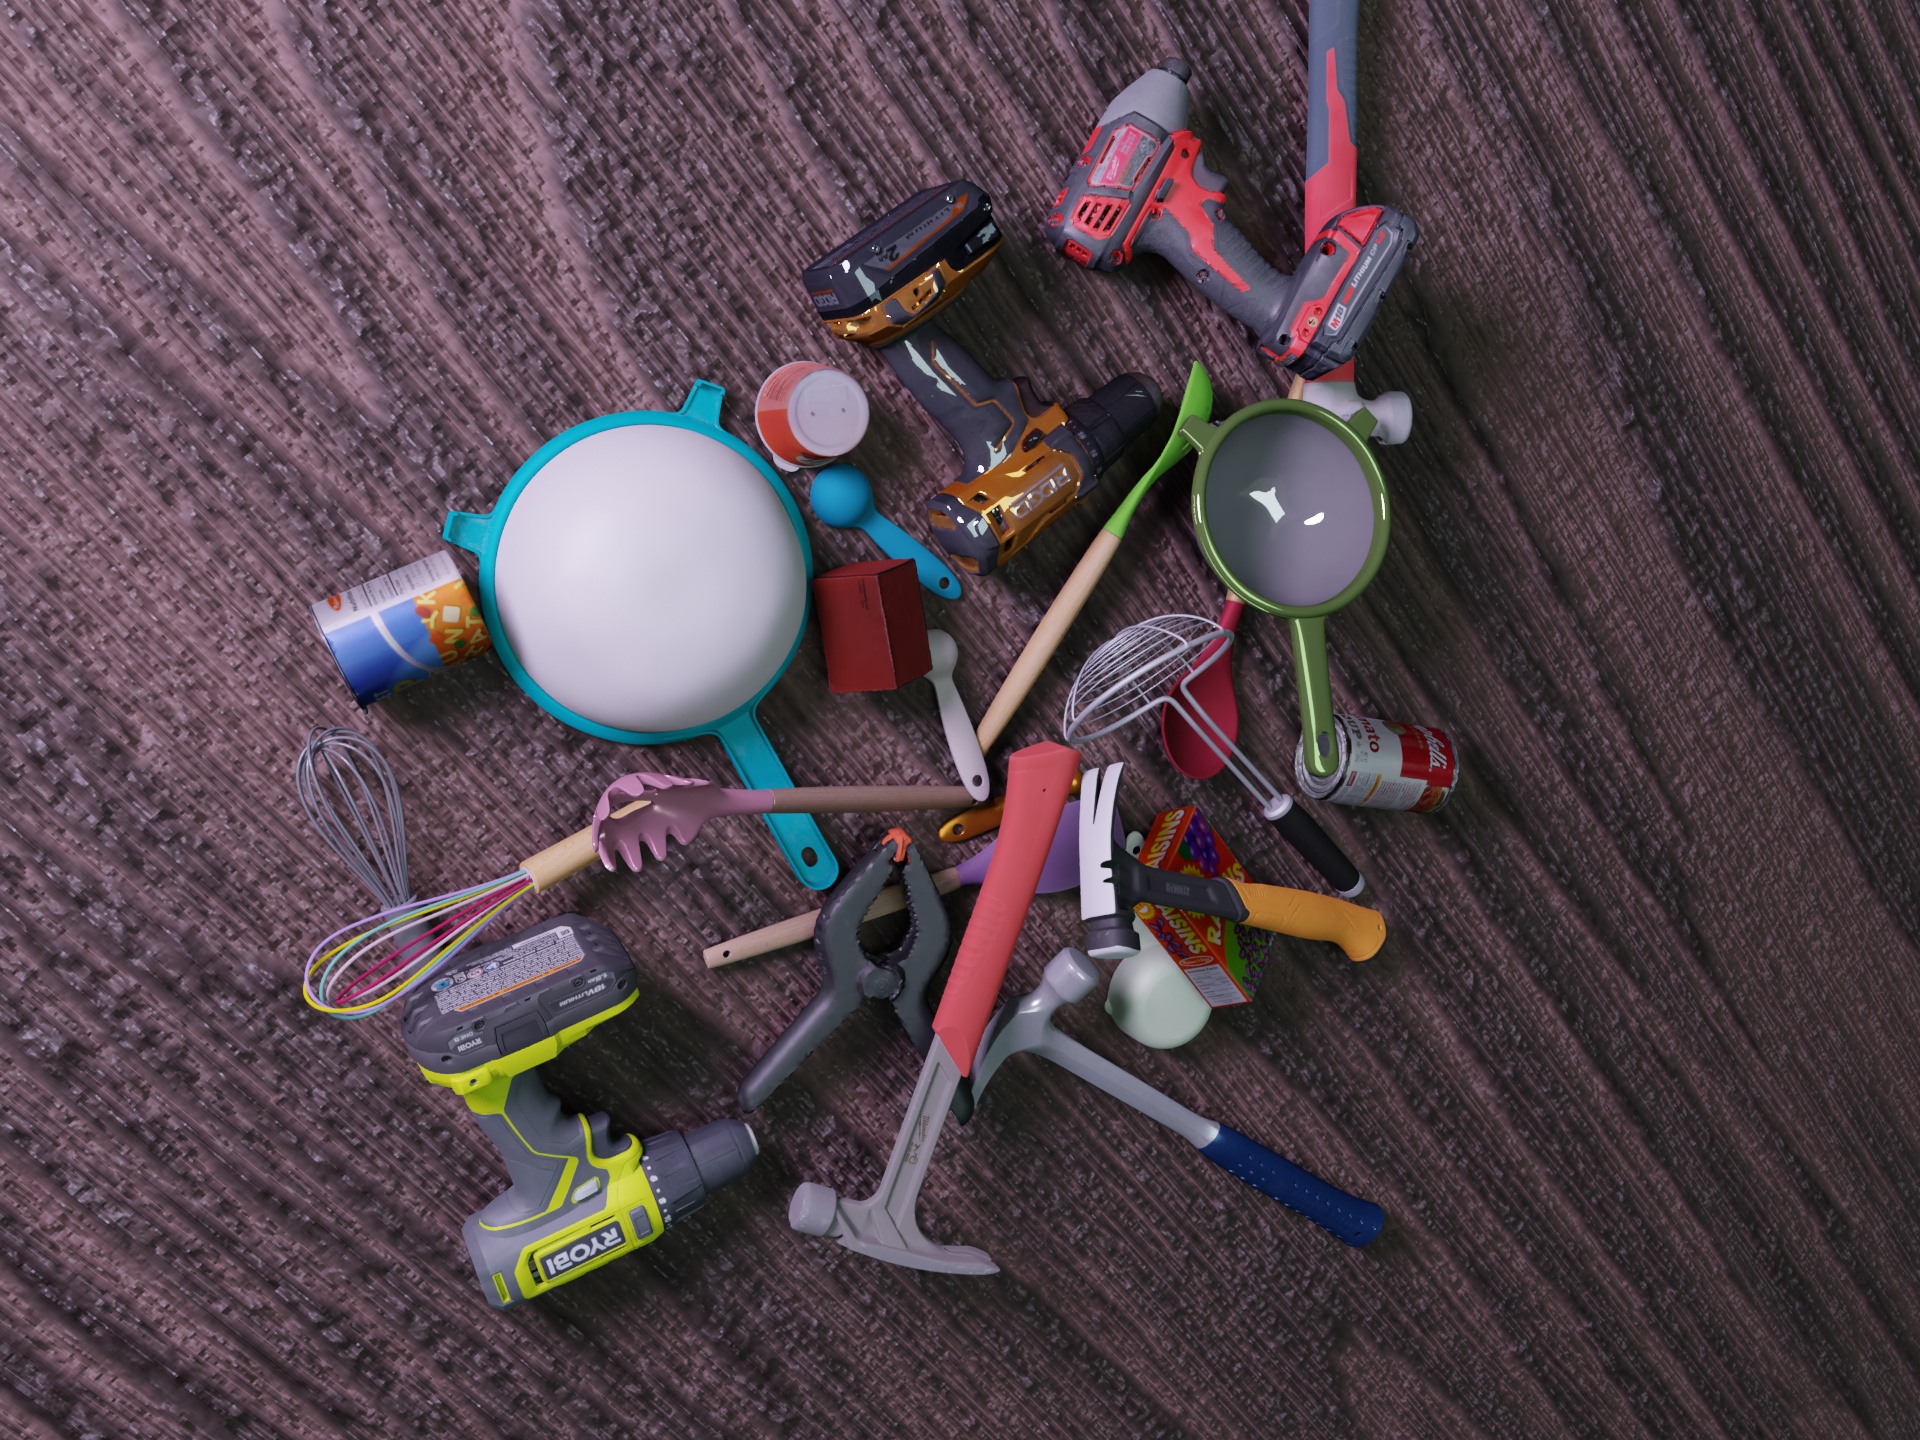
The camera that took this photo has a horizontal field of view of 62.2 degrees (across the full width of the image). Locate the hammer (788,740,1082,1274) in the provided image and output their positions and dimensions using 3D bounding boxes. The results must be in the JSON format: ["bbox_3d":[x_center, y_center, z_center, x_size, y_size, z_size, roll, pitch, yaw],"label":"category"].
[{"bbox_3d":[0.014,0.188,1.059,0.149,0.037,0.359,20,90,-19],"label":"hammer"}]

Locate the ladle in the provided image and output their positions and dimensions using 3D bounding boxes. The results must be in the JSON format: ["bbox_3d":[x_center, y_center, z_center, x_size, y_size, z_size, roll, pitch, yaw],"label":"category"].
[{"bbox_3d":[0.207,-0.111,1.156,0.069,0.031,0.315,17,91,-28],"label":"ladle"}]

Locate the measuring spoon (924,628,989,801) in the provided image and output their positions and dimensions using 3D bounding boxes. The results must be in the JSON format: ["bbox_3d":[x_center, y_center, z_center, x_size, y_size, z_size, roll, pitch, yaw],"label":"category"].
[{"bbox_3d":[-0.002,-0.003,1.084,0.034,0.018,0.124,-20,95,-20],"label":"measuring spoon"}]

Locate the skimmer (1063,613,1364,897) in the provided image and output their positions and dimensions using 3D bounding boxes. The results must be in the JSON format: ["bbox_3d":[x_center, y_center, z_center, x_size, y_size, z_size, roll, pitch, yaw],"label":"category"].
[{"bbox_3d":[0.201,0.048,1.111,0.127,0.090,0.362,-36,127,16],"label":"skimmer"}]

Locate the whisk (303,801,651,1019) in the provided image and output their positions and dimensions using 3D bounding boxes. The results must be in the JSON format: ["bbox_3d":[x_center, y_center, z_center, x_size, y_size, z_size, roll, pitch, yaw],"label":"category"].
[{"bbox_3d":[-0.278,0.109,0.962,0.245,0.047,0.051,-30,112,-33],"label":"whisk"}]

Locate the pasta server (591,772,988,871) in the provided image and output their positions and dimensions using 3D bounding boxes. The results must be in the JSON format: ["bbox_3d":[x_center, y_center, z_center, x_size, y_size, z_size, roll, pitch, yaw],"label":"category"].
[{"bbox_3d":[-0.096,0.055,1.004,0.316,0.040,0.060,1,121,-43],"label":"pasta server"}]

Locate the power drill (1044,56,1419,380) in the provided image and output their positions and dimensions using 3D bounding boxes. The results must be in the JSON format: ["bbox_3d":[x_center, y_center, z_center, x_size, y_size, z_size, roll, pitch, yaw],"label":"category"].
[{"bbox_3d":[0.180,-0.332,1.056,0.219,0.078,0.143,28,93,-4],"label":"power drill"}]

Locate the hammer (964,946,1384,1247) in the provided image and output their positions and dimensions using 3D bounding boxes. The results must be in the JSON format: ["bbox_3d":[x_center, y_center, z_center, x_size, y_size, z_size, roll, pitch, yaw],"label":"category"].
[{"bbox_3d":[0.173,0.310,1.194,0.405,0.035,0.144,35,108,-27],"label":"hammer"}]

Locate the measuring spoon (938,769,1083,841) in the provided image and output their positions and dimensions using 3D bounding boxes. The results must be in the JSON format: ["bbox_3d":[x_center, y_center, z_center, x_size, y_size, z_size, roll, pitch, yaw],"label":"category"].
[{"bbox_3d":[0.038,0.061,1.125,0.117,0.011,0.021,-21,106,-17],"label":"measuring spoon"}]

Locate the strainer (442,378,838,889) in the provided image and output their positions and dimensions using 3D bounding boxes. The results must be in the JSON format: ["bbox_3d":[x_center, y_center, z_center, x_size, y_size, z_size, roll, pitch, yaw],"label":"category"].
[{"bbox_3d":[-0.153,-0.028,0.989,0.211,0.095,0.340,-32,108,-14],"label":"strainer"}]

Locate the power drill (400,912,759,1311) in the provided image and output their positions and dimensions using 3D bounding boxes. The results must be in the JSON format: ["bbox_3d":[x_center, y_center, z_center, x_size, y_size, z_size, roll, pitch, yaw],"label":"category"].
[{"bbox_3d":[-0.236,0.242,0.999,0.190,0.080,0.228,-22,118,-20],"label":"power drill"}]

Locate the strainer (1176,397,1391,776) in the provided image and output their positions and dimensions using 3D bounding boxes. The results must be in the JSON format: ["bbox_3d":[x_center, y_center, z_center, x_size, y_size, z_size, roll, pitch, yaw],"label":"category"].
[{"bbox_3d":[0.221,-0.088,1.093,0.151,0.069,0.256,-6,89,-19],"label":"strainer"}]

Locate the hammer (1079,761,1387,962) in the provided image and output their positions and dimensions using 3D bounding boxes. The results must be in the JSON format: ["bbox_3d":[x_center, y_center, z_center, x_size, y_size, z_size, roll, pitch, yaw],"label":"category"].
[{"bbox_3d":[0.204,0.123,1.137,0.336,0.034,0.127,17,65,-42],"label":"hammer"}]

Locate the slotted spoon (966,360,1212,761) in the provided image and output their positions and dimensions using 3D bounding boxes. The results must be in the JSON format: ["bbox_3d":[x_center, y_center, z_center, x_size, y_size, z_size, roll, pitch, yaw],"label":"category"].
[{"bbox_3d":[0.091,-0.106,1.101,0.031,0.070,0.314,32,92,3],"label":"slotted spoon"}]

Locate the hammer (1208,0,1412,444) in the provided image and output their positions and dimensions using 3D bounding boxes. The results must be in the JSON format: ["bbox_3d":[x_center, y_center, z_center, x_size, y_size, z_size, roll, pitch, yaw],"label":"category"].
[{"bbox_3d":[0.244,-0.387,1.110,0.143,0.038,0.386,-2,96,-6],"label":"hammer"}]

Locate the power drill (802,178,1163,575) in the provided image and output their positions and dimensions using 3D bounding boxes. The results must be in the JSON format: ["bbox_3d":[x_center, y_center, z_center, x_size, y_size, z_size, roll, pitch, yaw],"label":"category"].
[{"bbox_3d":[0.024,-0.234,1.036,0.185,0.084,0.226,-39,114,-15],"label":"power drill"}]

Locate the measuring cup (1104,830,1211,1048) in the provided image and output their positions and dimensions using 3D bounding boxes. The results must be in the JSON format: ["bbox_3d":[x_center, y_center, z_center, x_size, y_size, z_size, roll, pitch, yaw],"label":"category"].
[{"bbox_3d":[0.145,0.164,1.170,0.083,0.038,0.167,-15,106,-19],"label":"measuring cup"}]

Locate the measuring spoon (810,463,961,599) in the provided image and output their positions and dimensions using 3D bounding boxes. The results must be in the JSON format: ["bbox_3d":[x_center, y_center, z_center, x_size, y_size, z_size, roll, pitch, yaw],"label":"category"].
[{"bbox_3d":[-0.044,-0.121,1.056,0.128,0.021,0.042,39,84,-21],"label":"measuring spoon"}]

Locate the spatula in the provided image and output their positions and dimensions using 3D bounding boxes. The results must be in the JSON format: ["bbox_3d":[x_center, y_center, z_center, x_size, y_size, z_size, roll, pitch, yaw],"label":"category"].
[{"bbox_3d":[-0.025,0.119,1.106,0.316,0.018,0.060,-16,94,-19],"label":"spatula"}]

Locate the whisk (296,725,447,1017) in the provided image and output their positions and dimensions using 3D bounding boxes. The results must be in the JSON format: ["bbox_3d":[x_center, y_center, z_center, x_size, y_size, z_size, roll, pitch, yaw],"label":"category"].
[{"bbox_3d":[-0.342,0.111,0.968,0.055,0.055,0.238,-23,111,-17],"label":"whisk"}]
